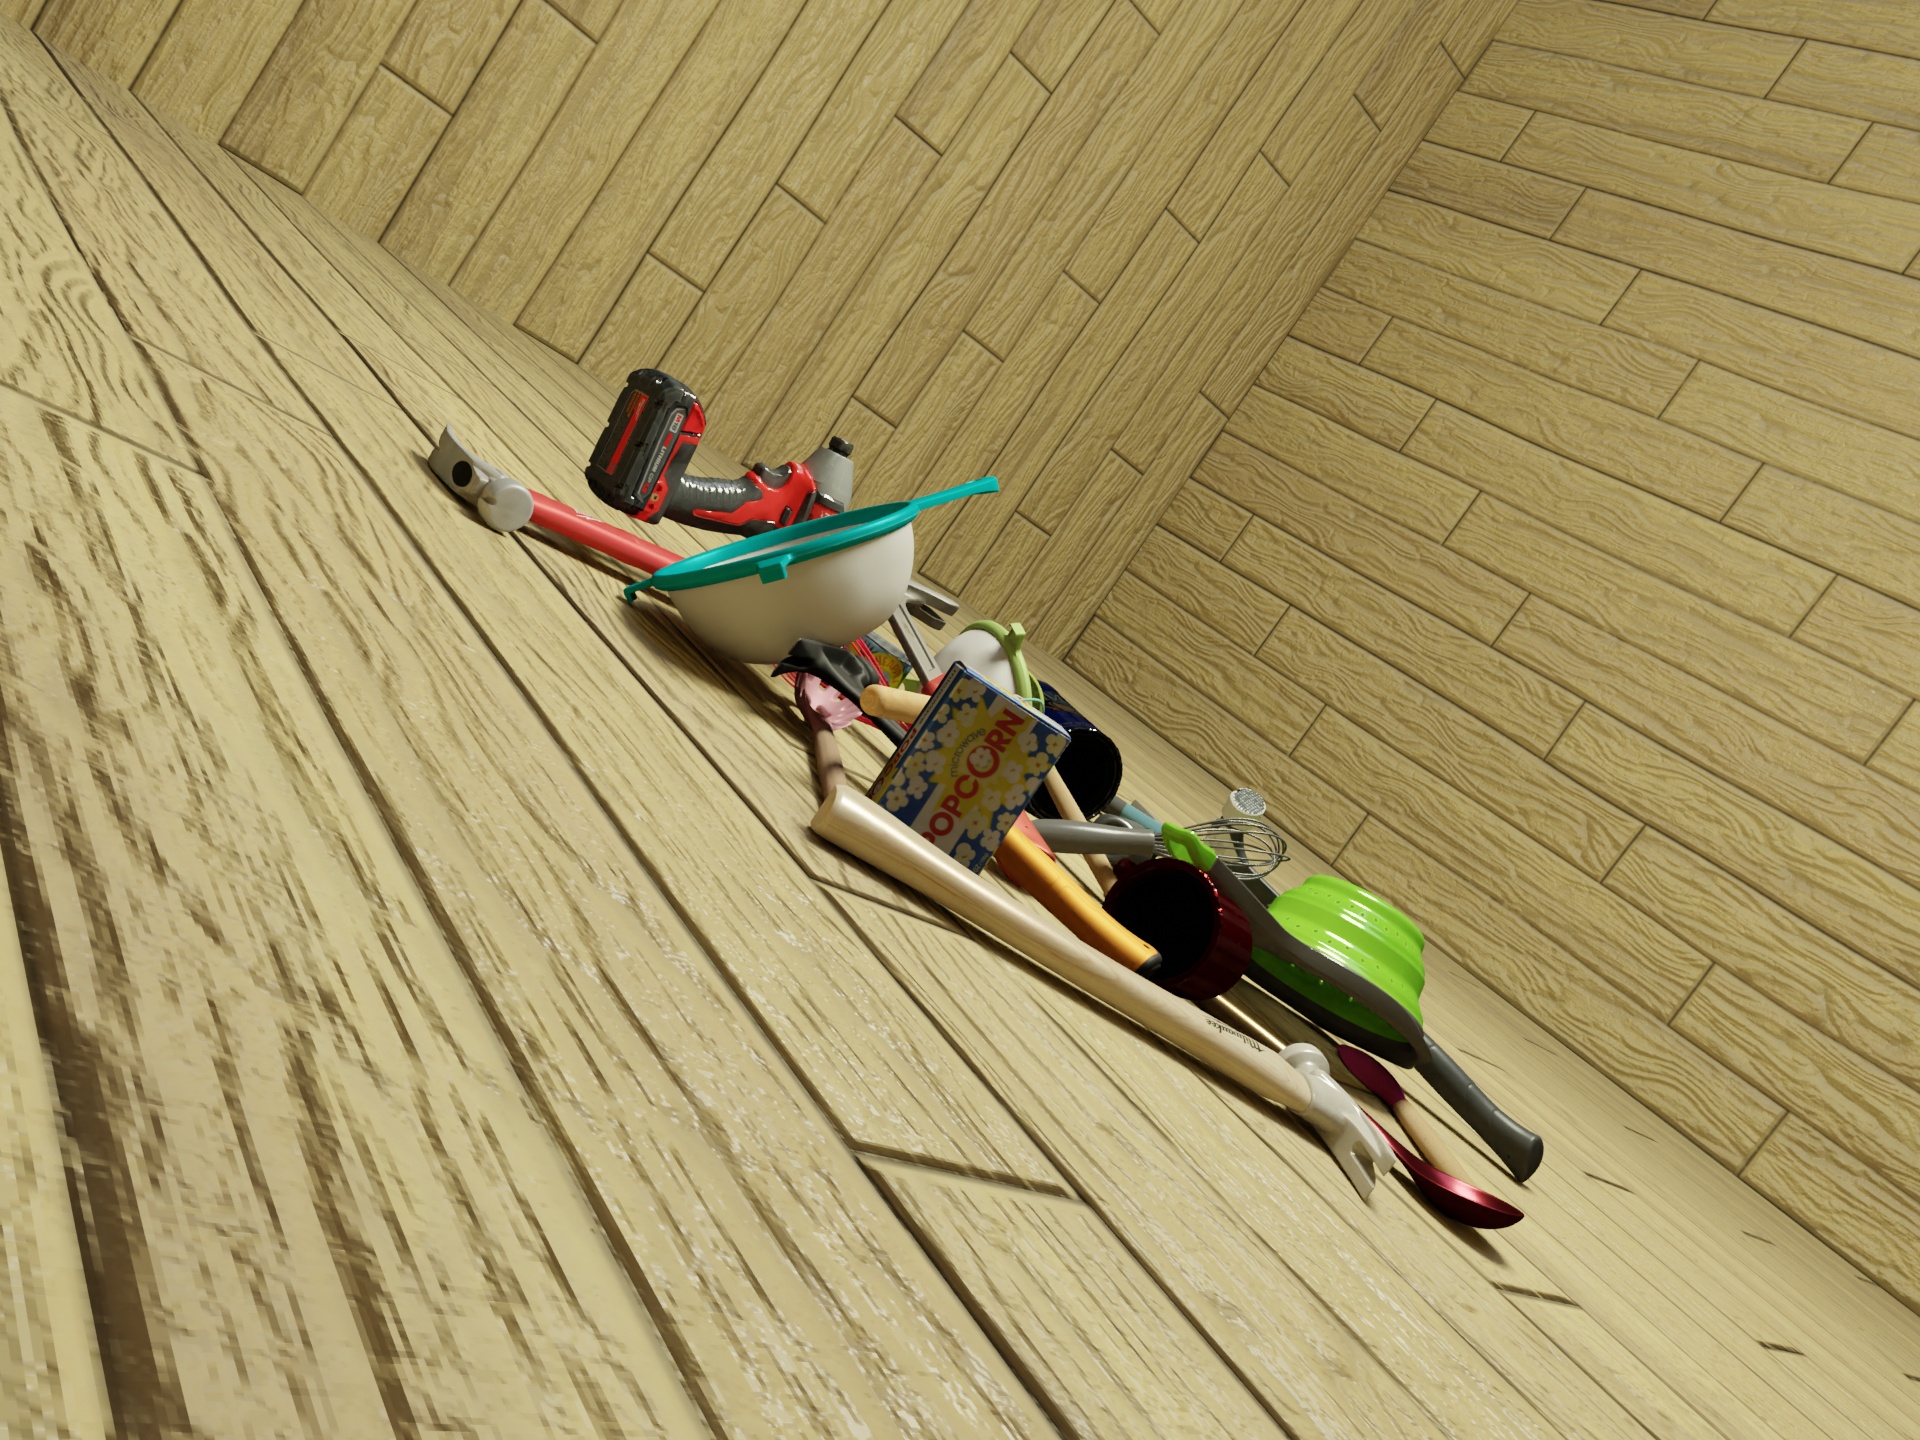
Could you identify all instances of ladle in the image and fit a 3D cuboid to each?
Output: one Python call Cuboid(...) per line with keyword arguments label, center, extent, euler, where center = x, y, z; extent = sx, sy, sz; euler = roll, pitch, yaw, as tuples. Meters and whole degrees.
Cuboid(label="ladle", center=(0.253, 0.257, 1.125), extent=(0.316, 0.031, 0.069), euler=(37, 6, 33))
Cuboid(label="ladle", center=(0.080, 0.059, 1.406), extent=(0.062, 0.078, 0.321), euler=(34, 19, -38))

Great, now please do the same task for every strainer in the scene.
Cuboid(label="strainer", center=(-0.080, -0.117, 1.262), extent=(0.211, 0.095, 0.340), euler=(-2, 16, 46))
Cuboid(label="strainer", center=(-0.028, -0.021, 1.486), extent=(0.069, 0.151, 0.256), euler=(-3, 7, -31))

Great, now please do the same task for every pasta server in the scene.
Cuboid(label="pasta server", center=(-0.091, 0.013, 1.131), extent=(0.060, 0.040, 0.316), euler=(37, 7, -15))

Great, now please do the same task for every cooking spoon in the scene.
Cuboid(label="cooking spoon", center=(0.354, 0.313, 1.245), extent=(0.068, 0.017, 0.319), euler=(34, 6, -4))

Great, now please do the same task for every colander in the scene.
Cuboid(label="colander", center=(0.276, 0.153, 1.275), extent=(0.205, 0.094, 0.396), euler=(22, -17, 45))

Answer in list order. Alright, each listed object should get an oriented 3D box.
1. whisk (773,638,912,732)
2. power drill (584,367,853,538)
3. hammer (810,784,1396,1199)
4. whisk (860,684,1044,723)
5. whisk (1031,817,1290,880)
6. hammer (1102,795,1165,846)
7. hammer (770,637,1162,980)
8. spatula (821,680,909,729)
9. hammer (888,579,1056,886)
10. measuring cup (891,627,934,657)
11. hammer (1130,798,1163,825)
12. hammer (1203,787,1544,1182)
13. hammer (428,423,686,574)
Cuboid(label="whisk", center=(-0.053, 0.003, 1.311), extent=(0.296, 0.073, 0.073), euler=(42, 9, 17))
Cuboid(label="power drill", center=(-0.190, -0.205, 1.346), extent=(0.219, 0.143, 0.079), euler=(22, 8, -39))
Cuboid(label="hammer", center=(0.089, 0.160, 0.975), extent=(0.410, 0.038, 0.146), euler=(32, 8, -15))
Cuboid(label="whisk", center=(0.004, -0.002, 1.144), extent=(0.047, 0.051, 0.244), euler=(52, 19, 24))
Cuboid(label="whisk", center=(0.157, 0.102, 1.318), extent=(0.239, 0.055, 0.055), euler=(5, 11, -6))
Cuboid(label="hammer", center=(0.162, 0.091, 1.708), extent=(0.331, 0.033, 0.128), euler=(31, -19, 10))
Cuboid(label="hammer", center=(0.007, 0.062, 1.109), extent=(0.337, 0.034, 0.127), euler=(43, 11, 18))
Cuboid(label="spatula", center=(-0.086, -0.015, 1.425), extent=(0.316, 0.018, 0.059), euler=(35, 8, 14))
Cuboid(label="hammer", center=(-0.002, -0.004, 1.284), extent=(0.149, 0.036, 0.359), euler=(22, 28, -41))
Cuboid(label="measuring cup", center=(-0.028, -0.036, 1.577), extent=(0.038, 0.083, 0.168), euler=(-26, 59, -33))
Cuboid(label="hammer", center=(0.102, 0.047, 1.838), extent=(0.331, 0.031, 0.130), euler=(35, 7, 9))
Cuboid(label="hammer", center=(0.360, 0.248, 1.433), extent=(0.036, 0.149, 0.409), euler=(-20, 56, -37))
Cuboid(label="hammer", center=(-0.255, -0.136, 1.321), extent=(0.386, 0.038, 0.143), euler=(24, 11, -46))
